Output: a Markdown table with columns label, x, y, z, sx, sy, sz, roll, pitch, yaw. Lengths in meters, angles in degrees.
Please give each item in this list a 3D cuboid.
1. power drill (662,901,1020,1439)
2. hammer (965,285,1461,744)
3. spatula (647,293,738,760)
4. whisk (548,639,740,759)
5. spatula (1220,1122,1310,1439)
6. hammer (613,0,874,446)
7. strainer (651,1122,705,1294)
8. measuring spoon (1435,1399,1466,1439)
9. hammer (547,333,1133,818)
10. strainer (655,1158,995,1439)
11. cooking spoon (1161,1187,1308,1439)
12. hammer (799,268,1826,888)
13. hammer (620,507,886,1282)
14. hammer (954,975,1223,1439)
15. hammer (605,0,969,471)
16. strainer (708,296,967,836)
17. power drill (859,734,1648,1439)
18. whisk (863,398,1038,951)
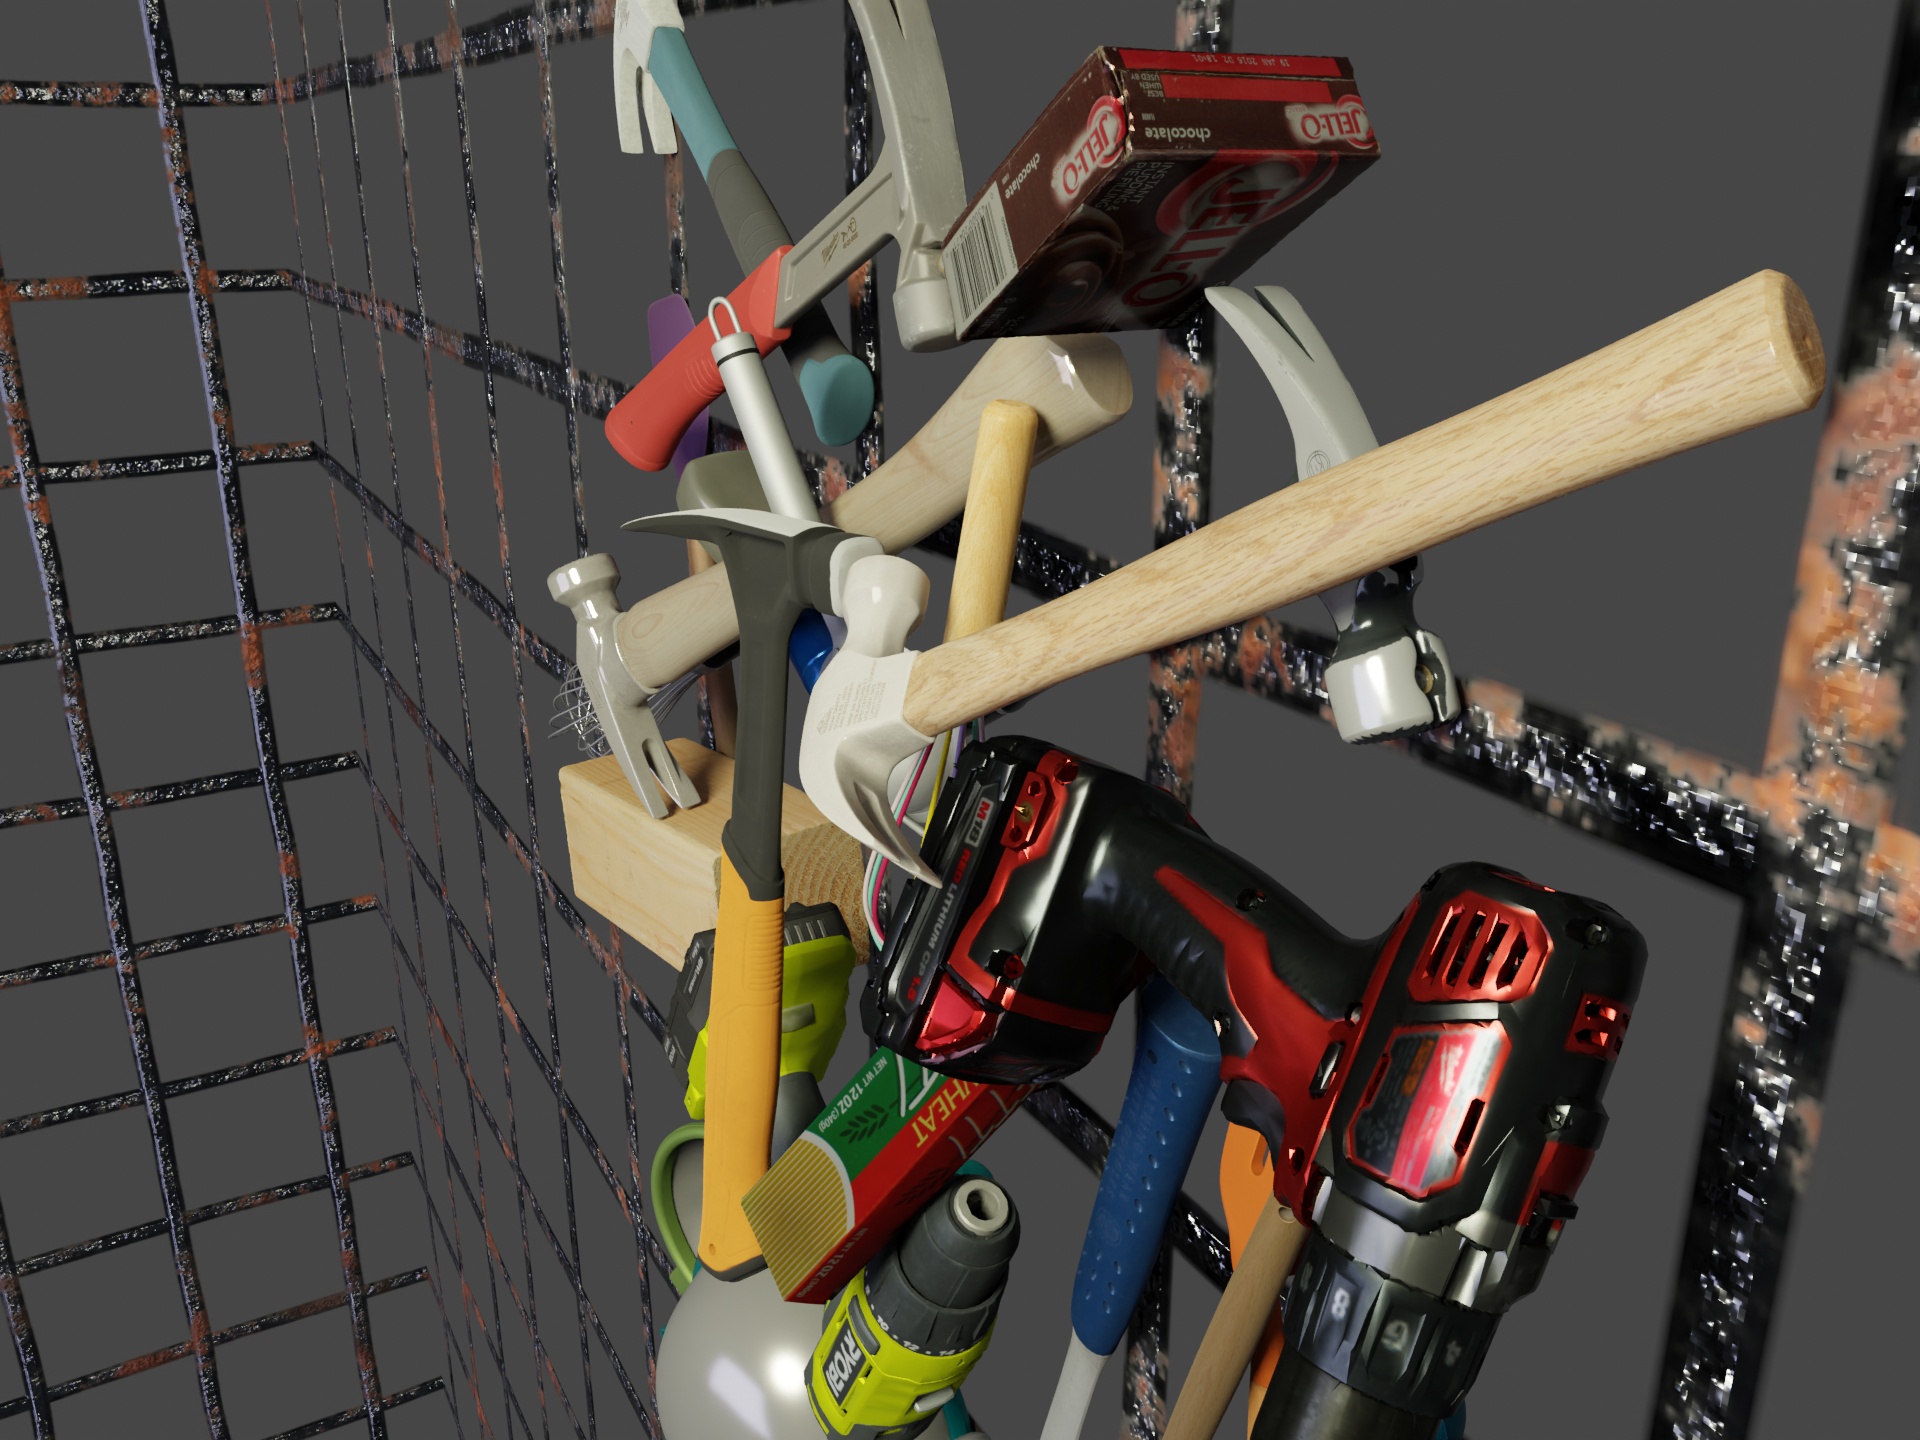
| label | x | y | z | sx | sy | sz | roll | pitch | yaw |
| --- | --- | --- | --- | --- | --- | --- | --- | --- | --- |
| power drill | -0.054 | 0.199 | 0.734 | 0.229 | 0.080 | 0.190 | 58 | 143 | 33 |
| hammer | 0.027 | -0.027 | 0.633 | 0.409 | 0.036 | 0.149 | -25 | 76 | 59 |
| spatula | -0.158 | -0.101 | 0.979 | 0.060 | 0.018 | 0.316 | 1 | 101 | 49 |
| whisk | -0.170 | -0.030 | 0.952 | 0.284 | 0.070 | 0.070 | -22 | 80 | 48 |
| spatula | 0.122 | 0.257 | 0.586 | 0.081 | 0.041 | 0.322 | 32 | 131 | 56 |
| hammer | -0.118 | -0.278 | 0.826 | 0.331 | 0.033 | 0.128 | 64 | 148 | 26 |
| strainer | -0.119 | 0.250 | 0.956 | 0.151 | 0.069 | 0.256 | 8 | 111 | 36 |
| measuring spoon | 0.155 | 0.256 | 0.537 | 0.042 | 0.021 | 0.128 | 34 | 137 | 52 |
| hammer | -0.068 | -0.064 | 0.726 | 0.410 | 0.038 | 0.146 | -22 | 90 | 49 |
| strainer | -0.077 | 0.349 | 0.853 | 0.211 | 0.095 | 0.340 | 43 | 130 | 17 |
| cooking spoon | 0.086 | 0.262 | 0.588 | 0.069 | 0.017 | 0.318 | 29 | 132 | 22 |
| hammer | 0.067 | -0.037 | 0.452 | 0.331 | 0.031 | 0.130 | -21 | 47 | 42 |
| hammer | -0.094 | 0.079 | 0.673 | 0.127 | 0.034 | 0.336 | 16 | 108 | 39 |
| hammer | 0.059 | 0.275 | 0.689 | 0.144 | 0.035 | 0.405 | 50 | 141 | 43 |
| hammer | -0.100 | -0.198 | 0.751 | 0.359 | 0.036 | 0.149 | -14 | 87 | 60 |
| strainer | -0.060 | -0.056 | 0.666 | 0.087 | 0.050 | 0.258 | -21 | 89 | 46 |
| power drill | 0.072 | 0.111 | 0.478 | 0.227 | 0.080 | 0.188 | 21 | 89 | 46 |
| whisk | -0.001 | -0.003 | 0.617 | 0.051 | 0.047 | 0.245 | 29 | 118 | 41 |
